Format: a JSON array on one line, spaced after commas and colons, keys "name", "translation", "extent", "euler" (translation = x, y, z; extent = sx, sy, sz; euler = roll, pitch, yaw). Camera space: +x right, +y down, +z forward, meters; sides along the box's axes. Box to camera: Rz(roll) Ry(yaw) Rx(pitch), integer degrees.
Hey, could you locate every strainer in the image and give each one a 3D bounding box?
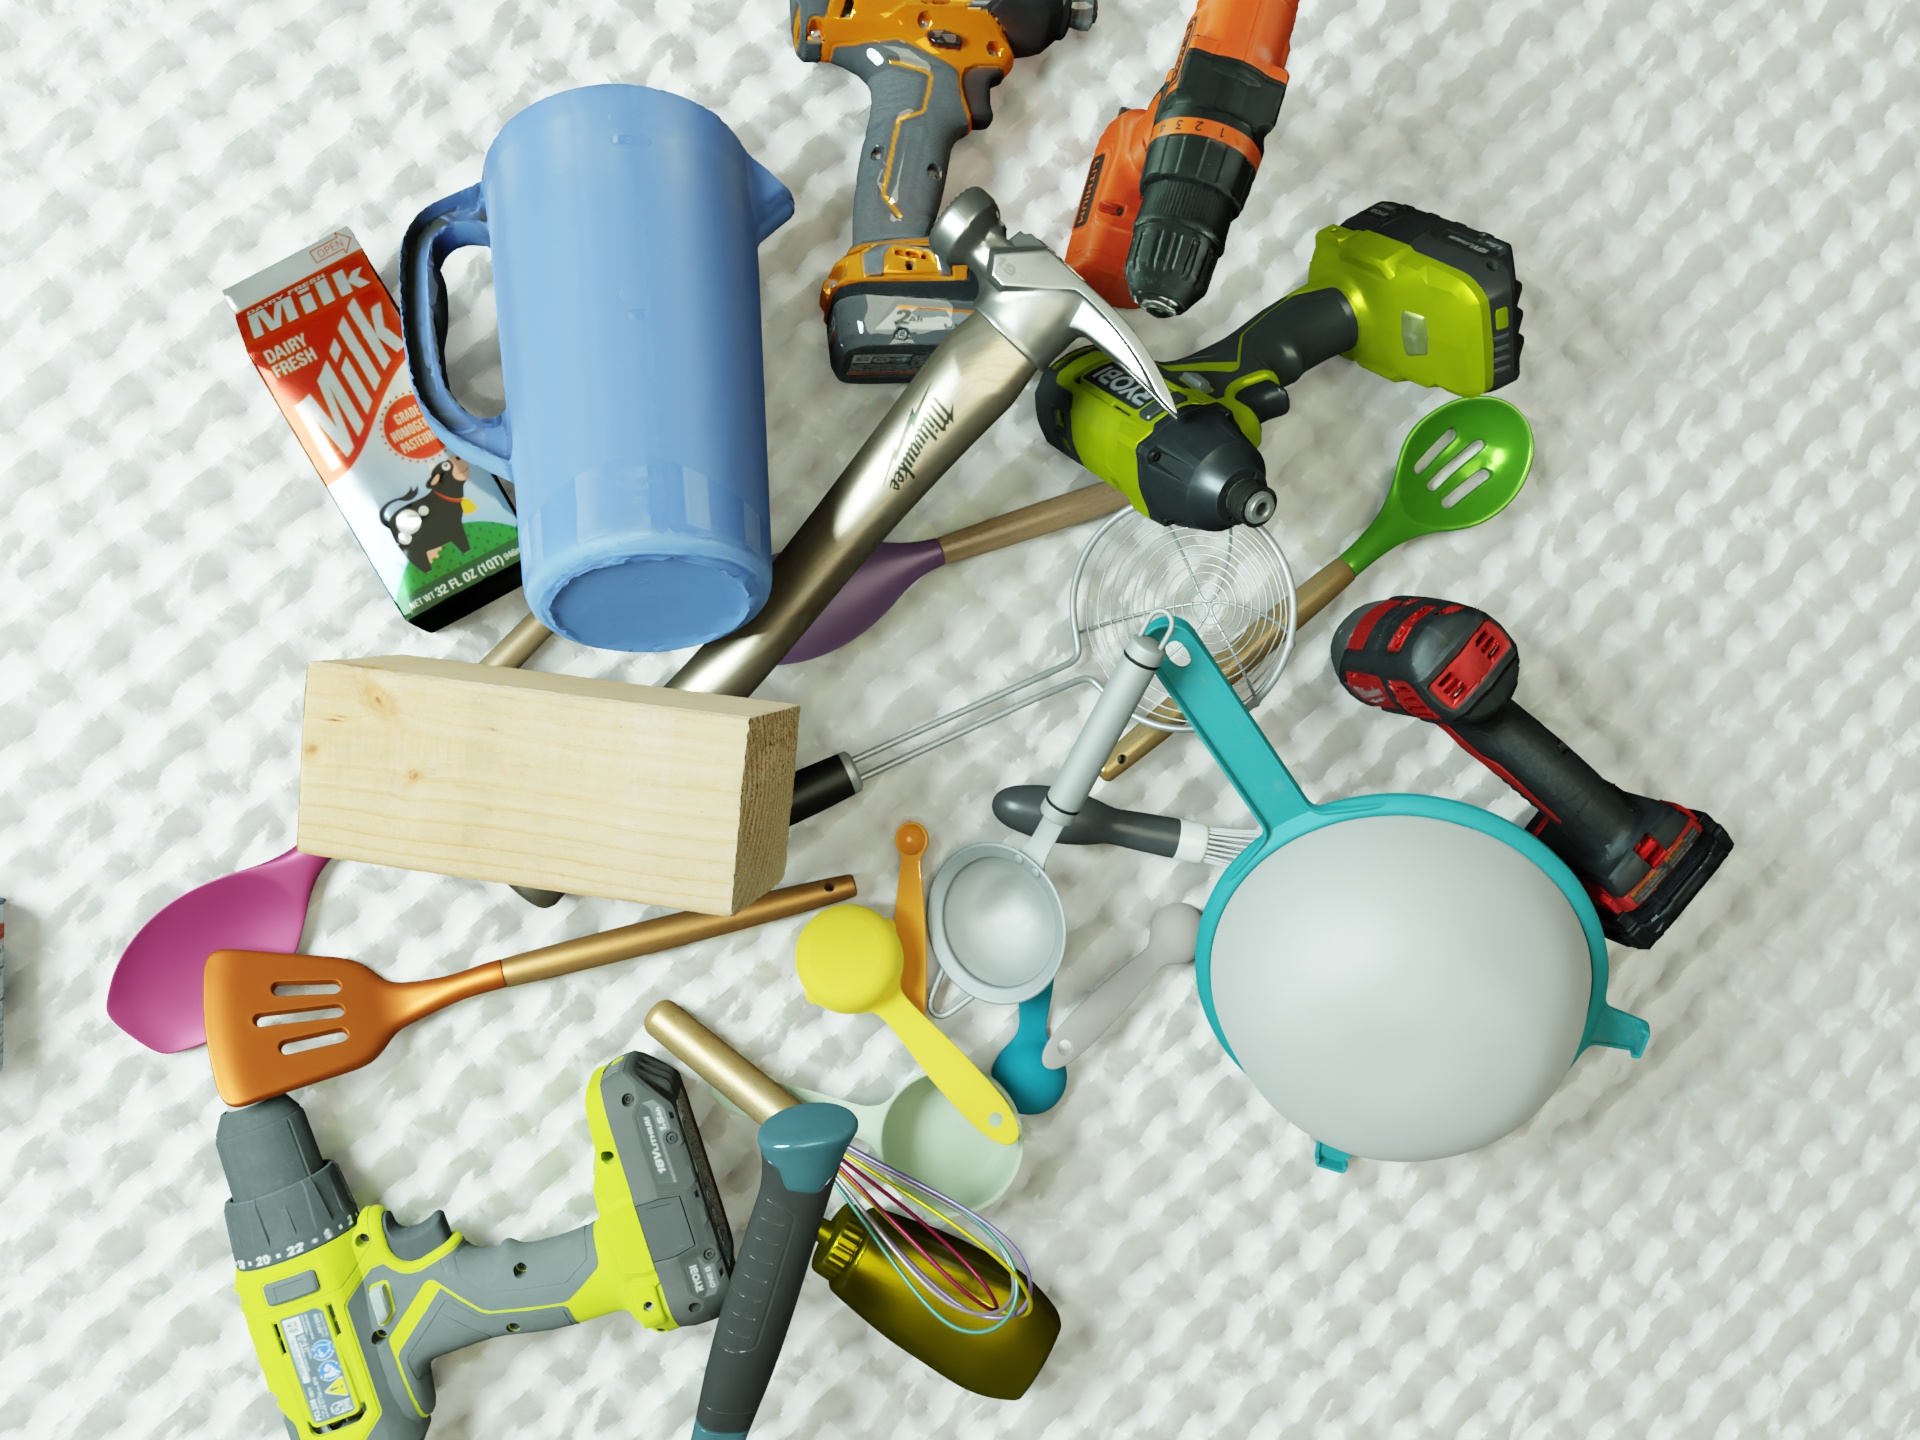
[{"name": "strainer", "translation": [0.186, 0.100, 0.792], "extent": [0.211, 0.095, 0.340], "euler": [-30, 106, 23]}, {"name": "strainer", "translation": [0.050, 0.052, 0.814], "extent": [0.087, 0.050, 0.258], "euler": [39, 120, 24]}]

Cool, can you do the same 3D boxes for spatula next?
[{"name": "spatula", "translation": [-0.209, 0.120, 0.810], "extent": [0.322, 0.041, 0.081], "euler": [-13, 65, -12]}, {"name": "spatula", "translation": [0.014, -0.098, 0.865], "extent": [0.316, 0.018, 0.060], "euler": [-20, 93, -8]}]

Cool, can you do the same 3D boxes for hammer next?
[{"name": "hammer", "translation": [-0.077, -0.056, 0.780], "extent": [0.146, 0.038, 0.410], "euler": [44, 100, 4]}, {"name": "hammer", "translation": [-0.112, 0.327, 0.770], "extent": [0.128, 0.033, 0.331], "euler": [10, 110, -20]}]

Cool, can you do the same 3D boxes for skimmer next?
[{"name": "skimmer", "translation": [-0.001, -0.003, 0.823], "extent": [0.363, 0.090, 0.127], "euler": [-25, 85, -8]}]

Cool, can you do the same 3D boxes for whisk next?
[{"name": "whisk", "translation": [-0.065, 0.224, 0.807], "extent": [0.245, 0.047, 0.051], "euler": [36, 78, 12]}, {"name": "whisk", "translation": [0.156, 0.073, 0.869], "extent": [0.284, 0.070, 0.070], "euler": [11, 87, -4]}]

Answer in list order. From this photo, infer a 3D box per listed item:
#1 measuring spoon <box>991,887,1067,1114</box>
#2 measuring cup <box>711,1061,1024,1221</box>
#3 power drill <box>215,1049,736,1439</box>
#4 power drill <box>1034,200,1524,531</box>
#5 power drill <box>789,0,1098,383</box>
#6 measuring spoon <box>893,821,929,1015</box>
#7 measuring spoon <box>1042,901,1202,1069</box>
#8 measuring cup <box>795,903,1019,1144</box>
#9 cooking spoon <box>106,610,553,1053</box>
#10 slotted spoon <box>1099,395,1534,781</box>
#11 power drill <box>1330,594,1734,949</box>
[{"name": "measuring spoon", "translation": [0.042, 0.151, 0.863], "extent": [0.042, 0.021, 0.128], "euler": [4, 89, -10]}, {"name": "measuring cup", "translation": [-0.048, 0.211, 0.845], "extent": [0.167, 0.038, 0.083], "euler": [11, 85, 5]}, {"name": "power drill", "translation": [-0.241, 0.249, 0.787], "extent": [0.228, 0.080, 0.190], "euler": [-18, 92, -7]}, {"name": "power drill", "translation": [0.172, -0.177, 0.823], "extent": [0.223, 0.171, 0.080], "euler": [-29, 130, -13]}, {"name": "power drill", "translation": [-0.002, -0.298, 0.836], "extent": [0.164, 0.084, 0.226], "euler": [-3, 86, -10]}, {"name": "measuring spoon", "translation": [-0.025, 0.113, 0.858], "extent": [0.021, 0.011, 0.117], "euler": [1, 91, 27]}, {"name": "measuring spoon", "translation": [0.091, 0.146, 0.864], "extent": [0.124, 0.018, 0.034], "euler": [-41, 96, -18]}, {"name": "measuring cup", "translation": [-0.026, 0.157, 0.820], "extent": [0.062, 0.029, 0.157], "euler": [-42, 73, -10]}, {"name": "cooking spoon", "translation": [-0.302, 0.041, 0.808], "extent": [0.319, 0.017, 0.068], "euler": [-47, 110, -7]}, {"name": "slotted spoon", "translation": [0.195, -0.071, 0.892], "extent": [0.314, 0.031, 0.070], "euler": [-40, 95, -6]}, {"name": "power drill", "translation": [0.291, 0.017, 0.855], "extent": [0.219, 0.143, 0.078], "euler": [42, 87, -13]}]
